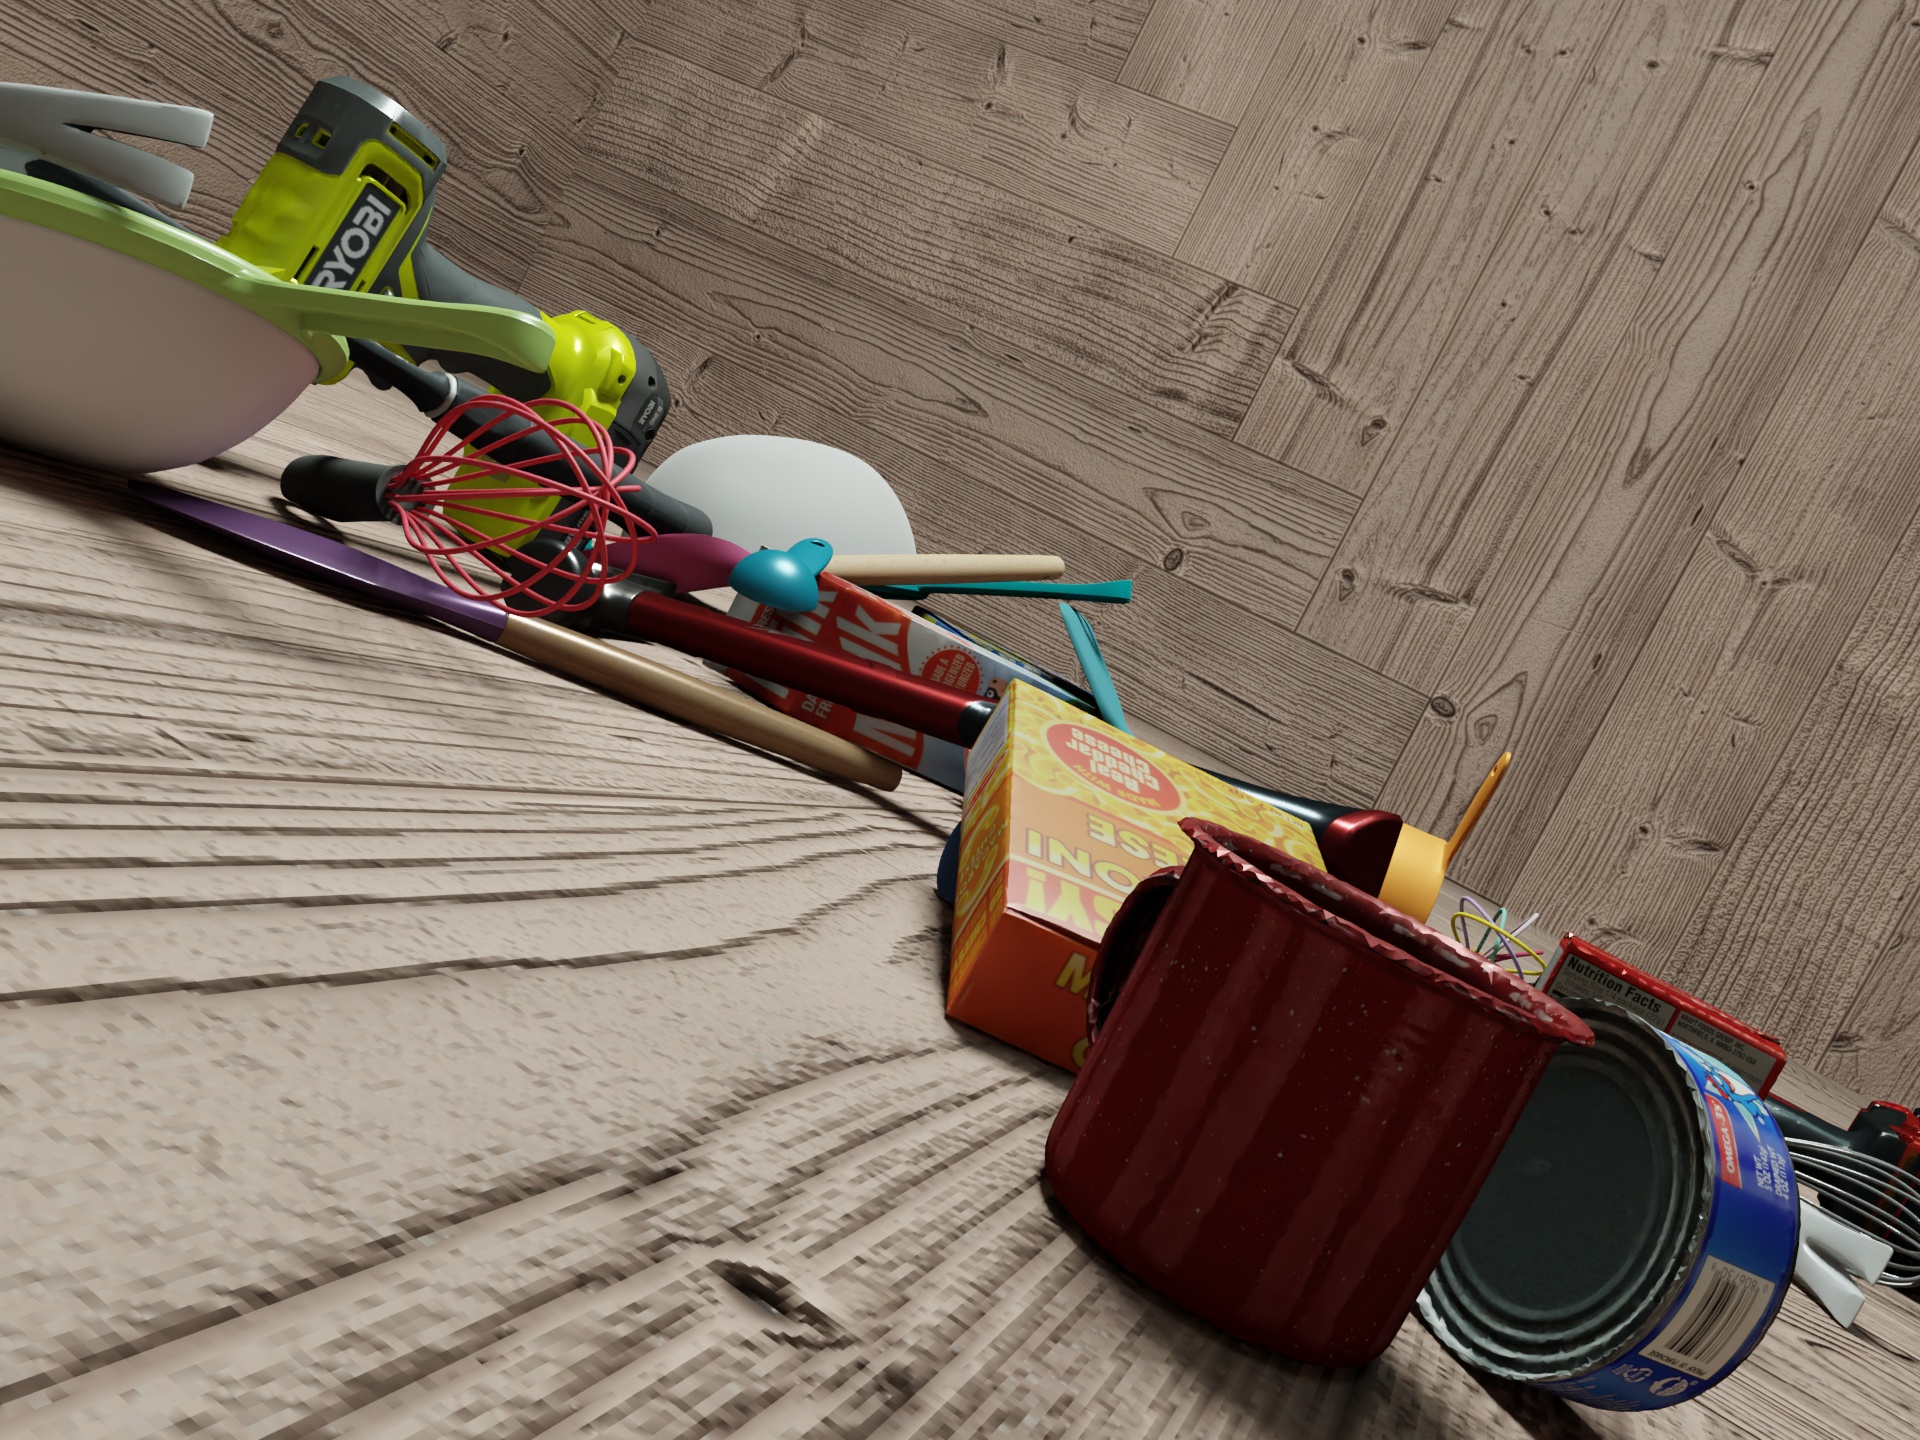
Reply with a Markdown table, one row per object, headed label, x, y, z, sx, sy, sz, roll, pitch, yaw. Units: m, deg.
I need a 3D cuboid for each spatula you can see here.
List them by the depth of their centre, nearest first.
| label | x | y | z | sx | sy | sz | roll | pitch | yaw |
| --- | --- | --- | --- | --- | --- | --- | --- | --- | --- |
| spatula | -0.154 | -0.028 | 0.615 | 0.315 | 0.018 | 0.060 | 23 | 3 | -30 |
| spatula | 0.167 | 0.049 | 0.951 | 0.317 | 0.044 | 0.082 | 42 | 8 | 12 |

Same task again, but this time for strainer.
| label | x | y | z | sx | sy | sz | roll | pitch | yaw |
| --- | --- | --- | --- | --- | --- | --- | --- | --- | --- |
| strainer | -0.241 | -0.110 | 0.507 | 0.256 | 0.069 | 0.151 | 12 | -7 | 23 |
| strainer | -0.058 | -0.128 | 1.014 | 0.340 | 0.095 | 0.211 | 5 | 2 | 11 |

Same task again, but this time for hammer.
| label | x | y | z | sx | sy | sz | roll | pitch | yaw |
| --- | --- | --- | --- | --- | --- | --- | --- | --- | --- |
| hammer | 0.176 | 0.129 | 0.609 | 0.405 | 0.035 | 0.144 | 25 | 5 | -18 |
| hammer | -0.222 | -0.141 | 0.652 | 0.149 | 0.036 | 0.408 | 11 | -8 | 26 |
| hammer | -0.001 | -0.002 | 0.700 | 0.386 | 0.038 | 0.143 | 18 | 2 | 13 |

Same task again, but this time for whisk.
| label | x | y | z | sx | sy | sz | roll | pitch | yaw |
| --- | --- | --- | --- | --- | --- | --- | --- | --- | --- |
| whisk | -0.196 | -0.082 | 0.583 | 0.073 | 0.073 | 0.296 | 23 | -6 | -39 |
| whisk | 0.347 | 0.196 | 0.757 | 0.239 | 0.055 | 0.055 | 24 | 4 | 26 |
| whisk | 0.296 | 0.141 | 0.905 | 0.047 | 0.051 | 0.244 | 4 | -14 | 13 |

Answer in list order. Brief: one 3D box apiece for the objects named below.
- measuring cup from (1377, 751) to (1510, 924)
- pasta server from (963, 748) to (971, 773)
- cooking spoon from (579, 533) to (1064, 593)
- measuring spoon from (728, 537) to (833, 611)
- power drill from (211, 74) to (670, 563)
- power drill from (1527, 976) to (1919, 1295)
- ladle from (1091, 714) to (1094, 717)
| label | x | y | z | sx | sy | sz | roll | pitch | yaw |
| --- | --- | --- | --- | --- | --- | --- | --- | --- | --- |
| measuring cup | 0.269 | 0.073 | 0.958 | 0.052 | 0.173 | 0.095 | 23 | 40 | 5 |
| pasta server | 0.107 | 0.062 | 0.693 | 0.060 | 0.040 | 0.316 | 8 | 7 | -40 |
| cooking spoon | -0.072 | -0.082 | 0.869 | 0.318 | 0.017 | 0.068 | -5 | -20 | -34 |
| measuring spoon | -0.078 | -0.080 | 0.765 | 0.042 | 0.021 | 0.129 | 19 | 20 | 1 |
| power drill | -0.254 | -0.165 | 0.755 | 0.080 | 0.171 | 0.223 | 29 | -3 | 32 |
| power drill | 0.409 | 0.202 | 0.854 | 0.227 | 0.080 | 0.187 | 26 | 4 | 25 |
| ladle | 0.156 | 0.084 | 0.856 | 0.320 | 0.062 | 0.078 | 34 | 2 | 36 |
